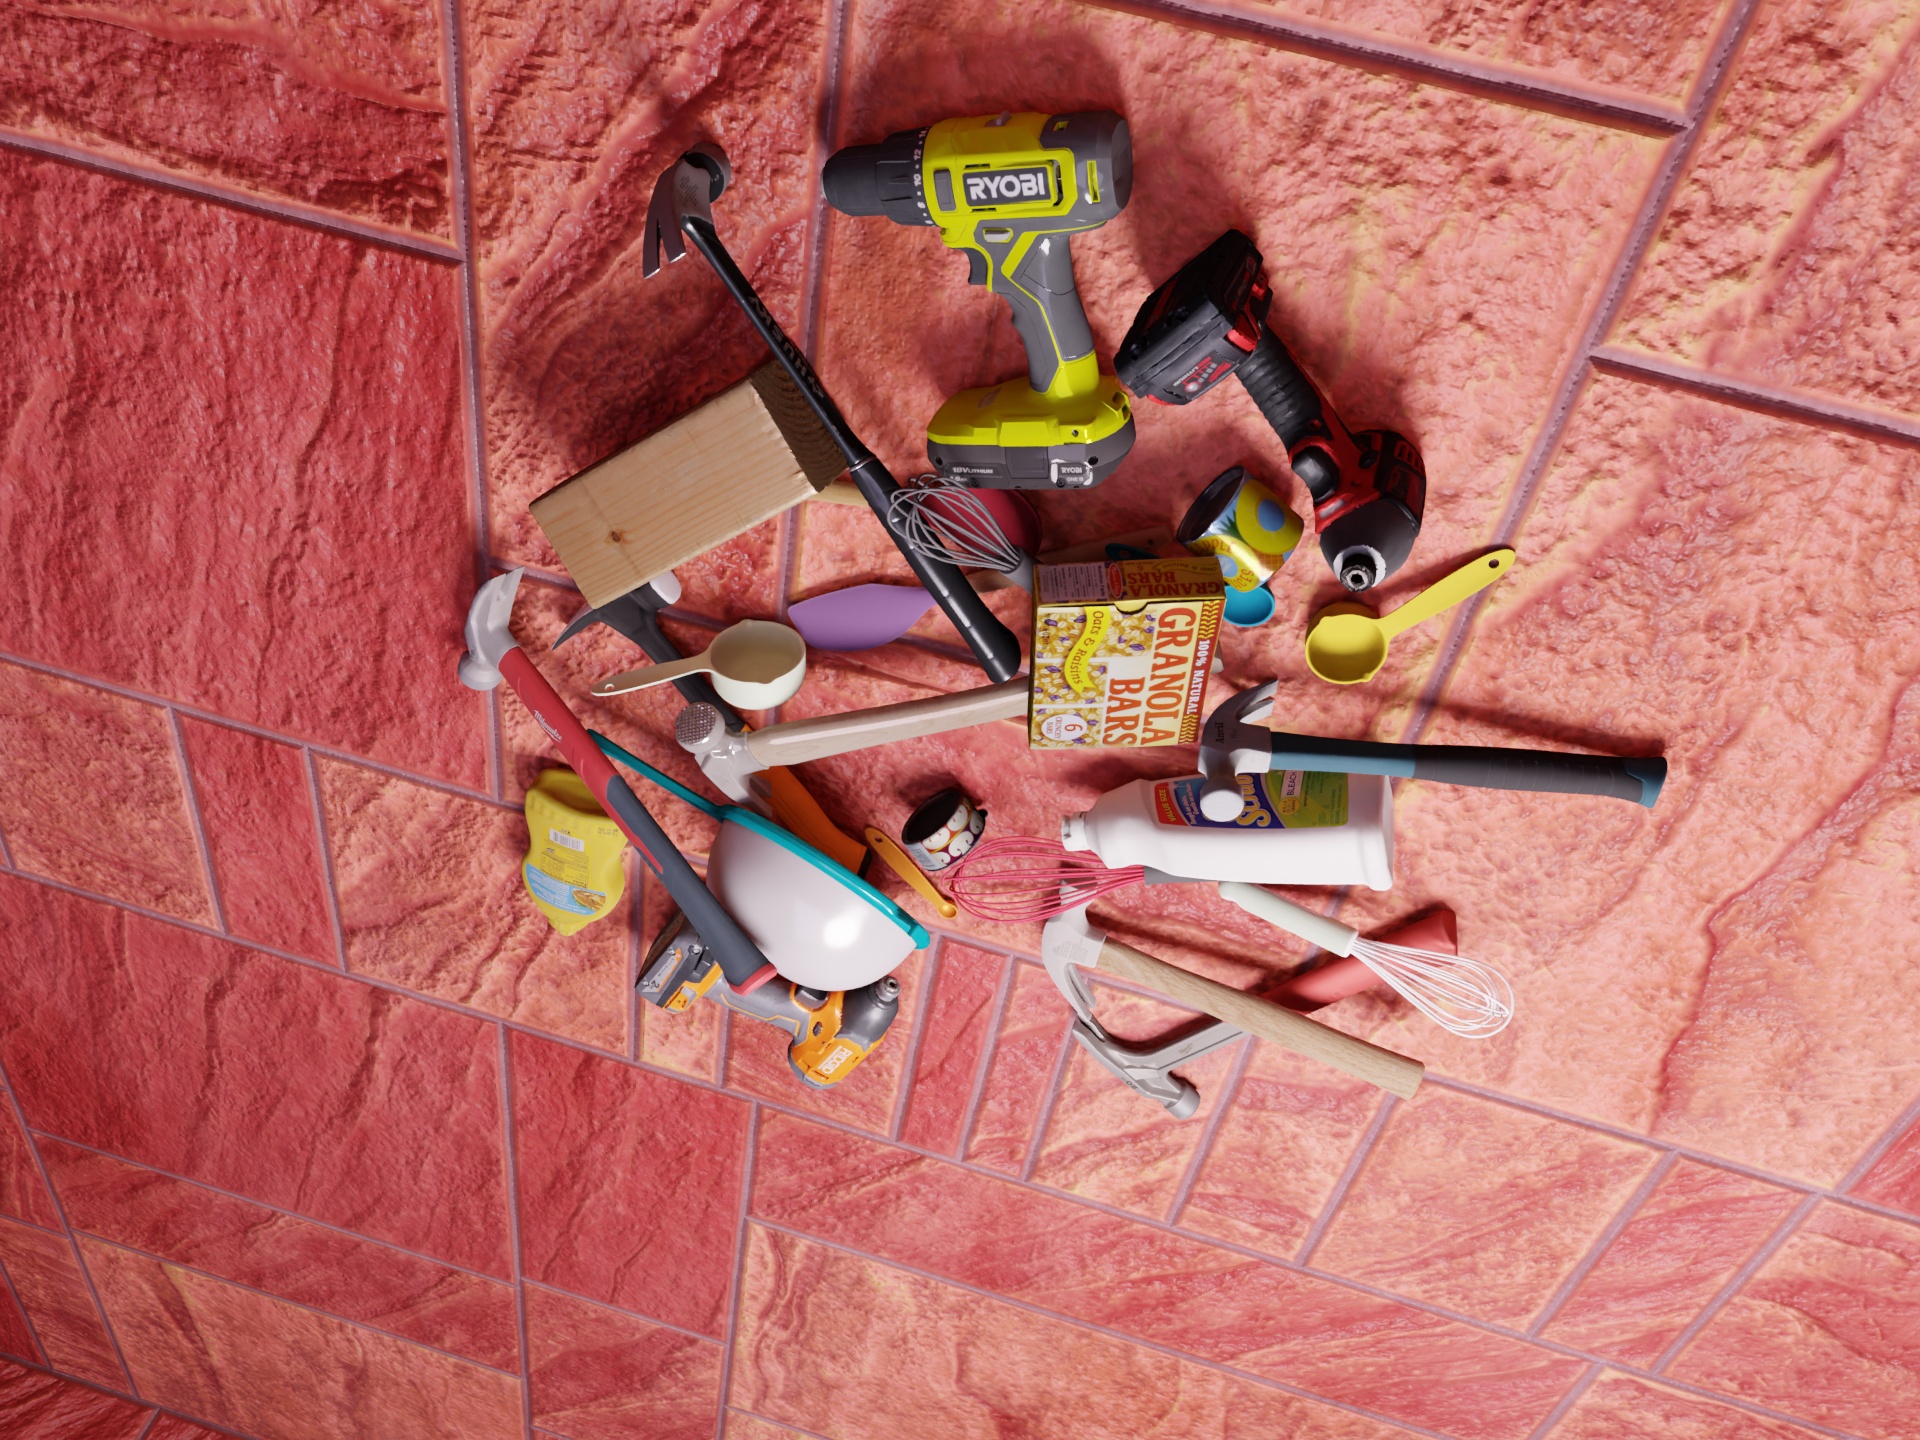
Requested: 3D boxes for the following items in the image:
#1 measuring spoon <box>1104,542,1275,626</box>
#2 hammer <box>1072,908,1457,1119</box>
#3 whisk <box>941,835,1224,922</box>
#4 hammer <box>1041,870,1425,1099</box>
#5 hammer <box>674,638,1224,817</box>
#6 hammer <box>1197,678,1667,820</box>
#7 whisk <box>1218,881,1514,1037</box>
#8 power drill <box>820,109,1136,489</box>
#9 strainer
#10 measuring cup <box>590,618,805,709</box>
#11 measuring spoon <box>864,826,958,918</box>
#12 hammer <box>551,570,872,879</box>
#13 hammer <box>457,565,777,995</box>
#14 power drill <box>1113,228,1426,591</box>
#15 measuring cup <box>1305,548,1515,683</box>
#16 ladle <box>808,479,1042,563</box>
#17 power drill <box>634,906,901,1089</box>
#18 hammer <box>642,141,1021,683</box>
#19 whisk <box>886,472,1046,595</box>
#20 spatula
[{"bbox_3d":[0.163,-0.104,1.123,0.128,0.021,0.042,22,140,-5],"label":"measuring spoon"},{"bbox_3d":[0.267,0.240,1.367,0.149,0.037,0.359,42,129,-17],"label":"hammer"},{"bbox_3d":[0.130,0.124,1.289,0.296,0.073,0.073,-5,127,8],"label":"whisk"},{"bbox_3d":[0.224,0.240,1.338,0.331,0.031,0.130,22,123,13],"label":"hammer"},{"bbox_3d":[-0.002,-0.004,1.216,0.410,0.038,0.146,-12,149,14],"label":"hammer"},{"bbox_3d":[0.335,0.031,1.134,0.331,0.128,0.033,5,131,3],"label":"hammer"},{"bbox_3d":[0.318,0.180,1.263,0.246,0.059,0.057,25,173,21],"label":"whisk"},{"bbox_3d":[0.019,-0.266,1.007,0.190,0.080,0.228,3,127,20],"label":"power drill"},{"bbox_3d":[-0.190,0.131,1.329,0.340,0.095,0.211,32,167,0],"label":"strainer"},{"bbox_3d":[-0.202,-0.031,1.239,0.167,0.083,0.038,-13,134,-12],"label":"measuring cup"},{"bbox_3d":[-0.042,0.132,1.399,0.021,0.011,0.116,-31,110,35],"label":"measuring spoon"},{"bbox_3d":[-0.192,0.021,1.338,0.127,0.034,0.336,-23,118,31],"label":"hammer"},{"bbox_3d":[-0.271,0.053,1.270,0.386,0.038,0.143,50,139,11],"label":"hammer"},{"bbox_3d":[0.201,-0.179,0.975,0.219,0.143,0.078,44,131,-15],"label":"power drill"},{"bbox_3d":[0.310,-0.080,1.104,0.156,0.029,0.062,-31,114,22],"label":"measuring cup"},{"bbox_3d":[-0.091,-0.165,1.158,0.315,0.031,0.069,11,126,12],"label":"ladle"},{"bbox_3d":[-0.171,0.248,1.490,0.226,0.084,0.164,31,130,-13],"label":"power drill"},{"bbox_3d":[-0.074,-0.183,1.057,0.036,0.149,0.408,-25,118,22],"label":"hammer"},{"bbox_3d":[0.033,-0.108,1.093,0.055,0.055,0.238,-21,149,31],"label":"whisk"},{"bbox_3d":[0.010,-0.099,1.184,0.316,0.018,0.059,-13,128,28],"label":"spatula"}]
